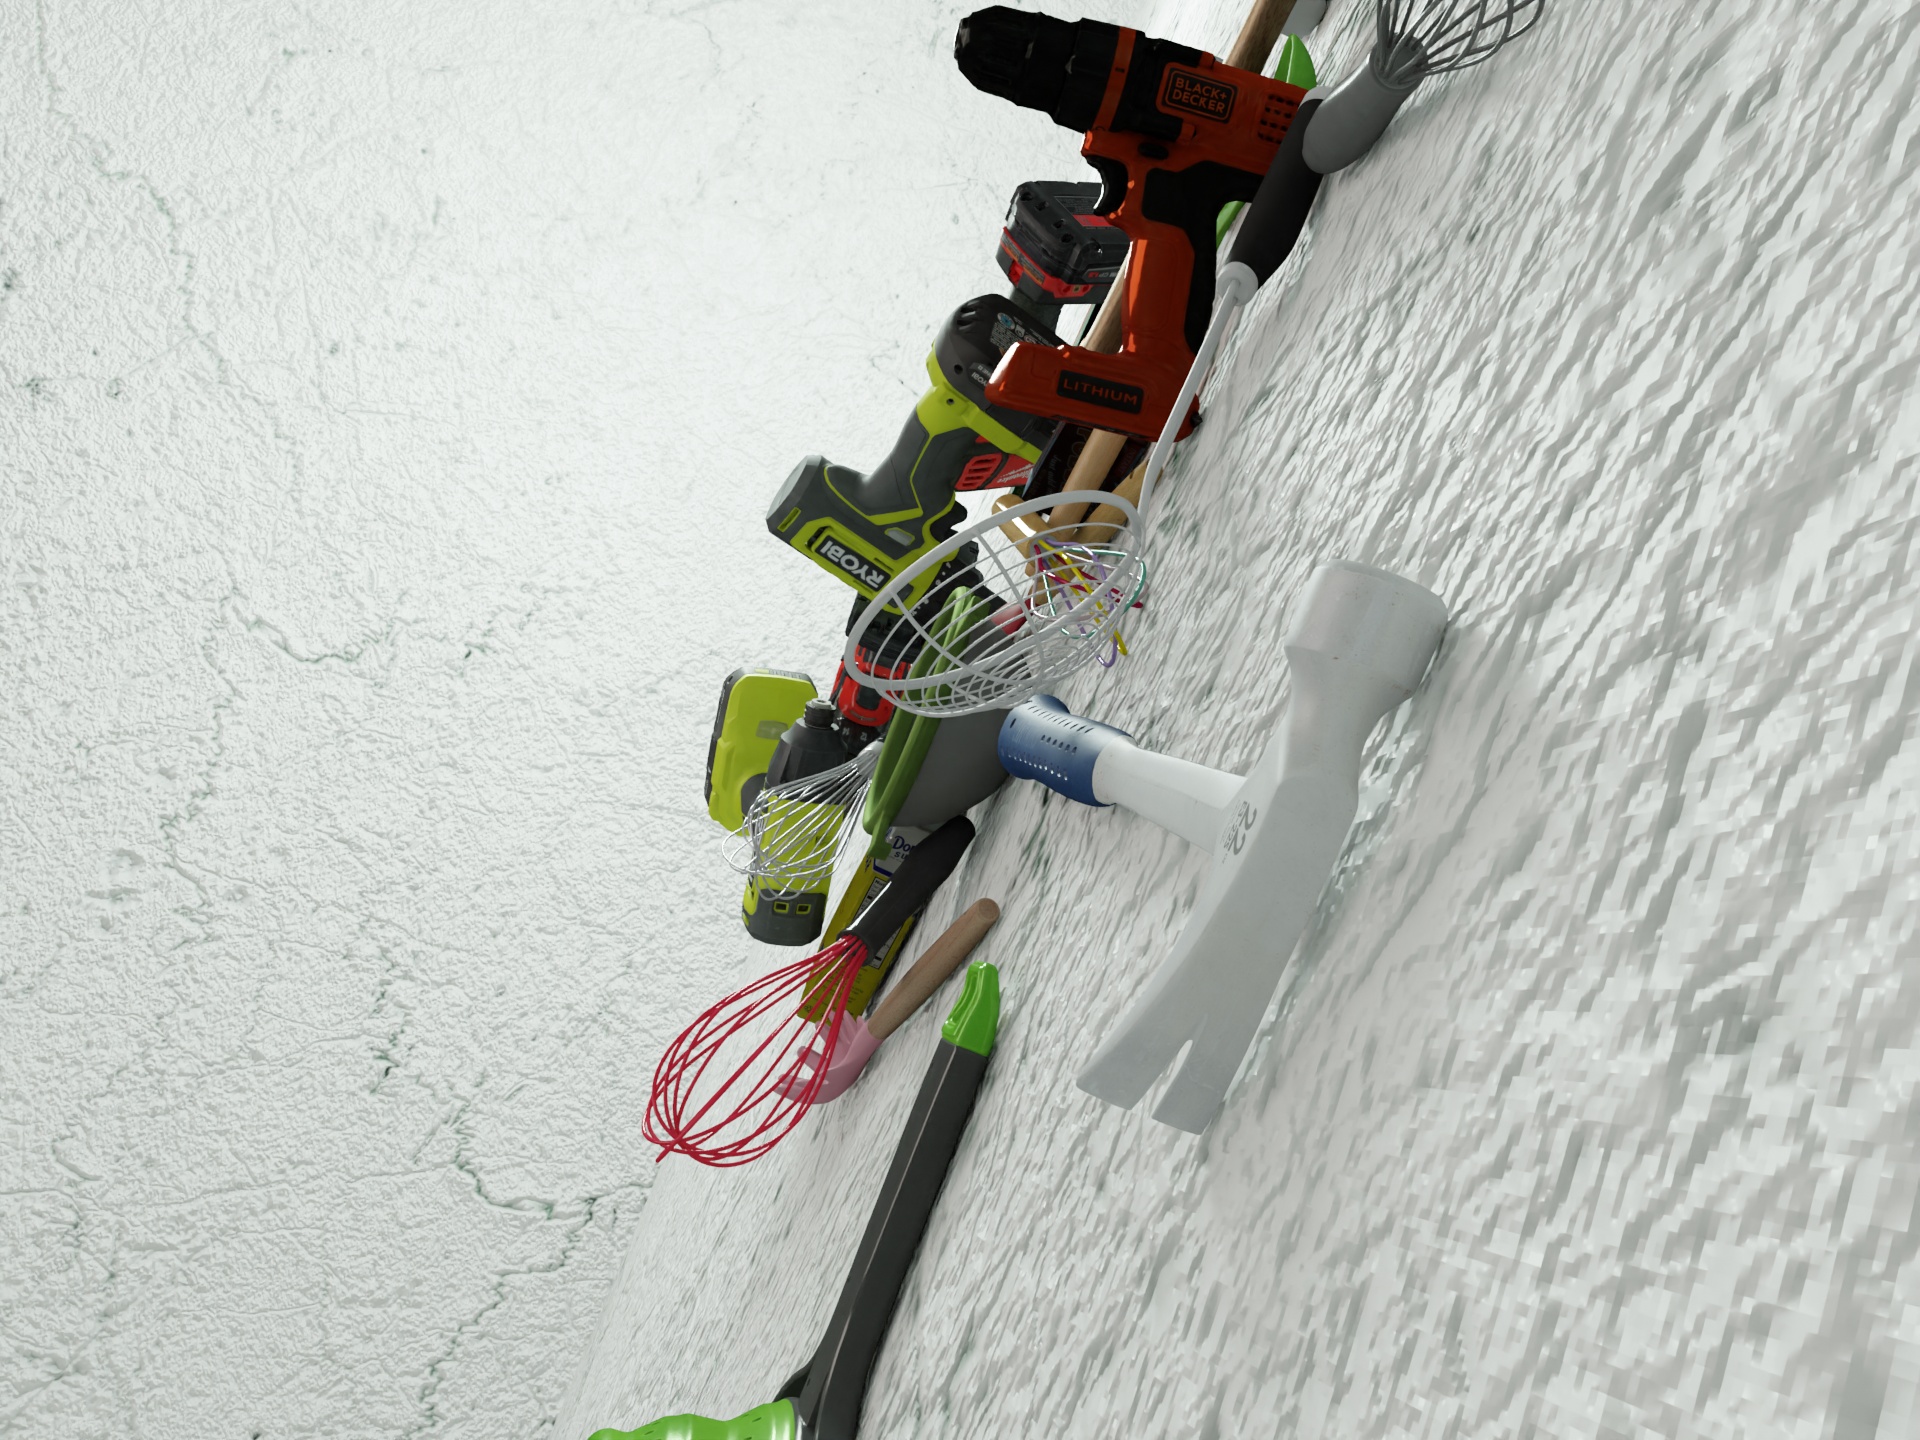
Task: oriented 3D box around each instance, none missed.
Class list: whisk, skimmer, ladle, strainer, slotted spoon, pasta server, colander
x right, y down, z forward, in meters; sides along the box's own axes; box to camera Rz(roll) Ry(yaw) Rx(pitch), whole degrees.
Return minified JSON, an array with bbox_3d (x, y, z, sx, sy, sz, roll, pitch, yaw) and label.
[{"bbox_3d":[0.162,-0.246,0.588,0.239,0.055,0.055,-105,39,-86],"label":"whisk"},{"bbox_3d":[0.070,-0.153,0.675,0.127,0.090,0.363,99,-164,-65],"label":"skimmer"},{"bbox_3d":[0.057,-0.084,0.961,0.315,0.031,0.069,133,160,-67],"label":"ladle"},{"bbox_3d":[-0.064,0.129,0.823,0.296,0.073,0.073,-45,-13,-50],"label":"whisk"},{"bbox_3d":[-0.002,-0.003,0.958,0.256,0.069,0.151,-105,37,-81],"label":"strainer"},{"bbox_3d":[0.113,-0.214,0.862,0.313,0.031,0.070,-62,6,15],"label":"slotted spoon"},{"bbox_3d":[-0.044,0.158,0.884,0.060,0.040,0.316,-54,-1,-34],"label":"pasta server"},{"bbox_3d":[0.047,-0.085,0.809,0.051,0.047,0.245,-59,18,12],"label":"whisk"},{"bbox_3d":[-0.067,0.039,1.037,0.070,0.070,0.285,-63,-10,29],"label":"whisk"},{"bbox_3d":[-0.092,0.271,0.631,0.204,0.094,0.397,148,145,-79],"label":"colander"}]

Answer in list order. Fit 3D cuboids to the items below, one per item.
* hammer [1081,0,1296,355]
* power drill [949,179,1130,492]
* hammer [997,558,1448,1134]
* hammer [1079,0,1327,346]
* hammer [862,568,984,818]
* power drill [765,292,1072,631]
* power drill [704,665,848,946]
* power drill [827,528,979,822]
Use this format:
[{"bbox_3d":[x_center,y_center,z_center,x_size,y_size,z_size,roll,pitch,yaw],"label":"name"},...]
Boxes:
[{"bbox_3d":[0.137,-0.322,0.869,0.331,0.031,0.130,-63,-11,26],"label":"hammer"},{"bbox_3d":[0.062,-0.254,1.096,0.079,0.143,0.219,54,137,28],"label":"power drill"},{"bbox_3d":[0.054,0.024,0.564,0.405,0.035,0.144,-156,89,-83],"label":"hammer"},{"bbox_3d":[0.159,-0.374,1.085,0.336,0.034,0.127,120,169,-49],"label":"hammer"},{"bbox_3d":[-0.018,-0.039,1.362,0.335,0.035,0.146,-77,13,-57],"label":"hammer"},{"bbox_3d":[0.003,-0.151,1.058,0.228,0.190,0.080,-43,22,39],"label":"power drill"},{"bbox_3d":[-0.132,0.044,1.175,0.223,0.080,0.171,-132,51,-67],"label":"power drill"},{"bbox_3d":[-0.064,-0.036,1.256,0.226,0.080,0.188,119,168,-58],"label":"power drill"}]
